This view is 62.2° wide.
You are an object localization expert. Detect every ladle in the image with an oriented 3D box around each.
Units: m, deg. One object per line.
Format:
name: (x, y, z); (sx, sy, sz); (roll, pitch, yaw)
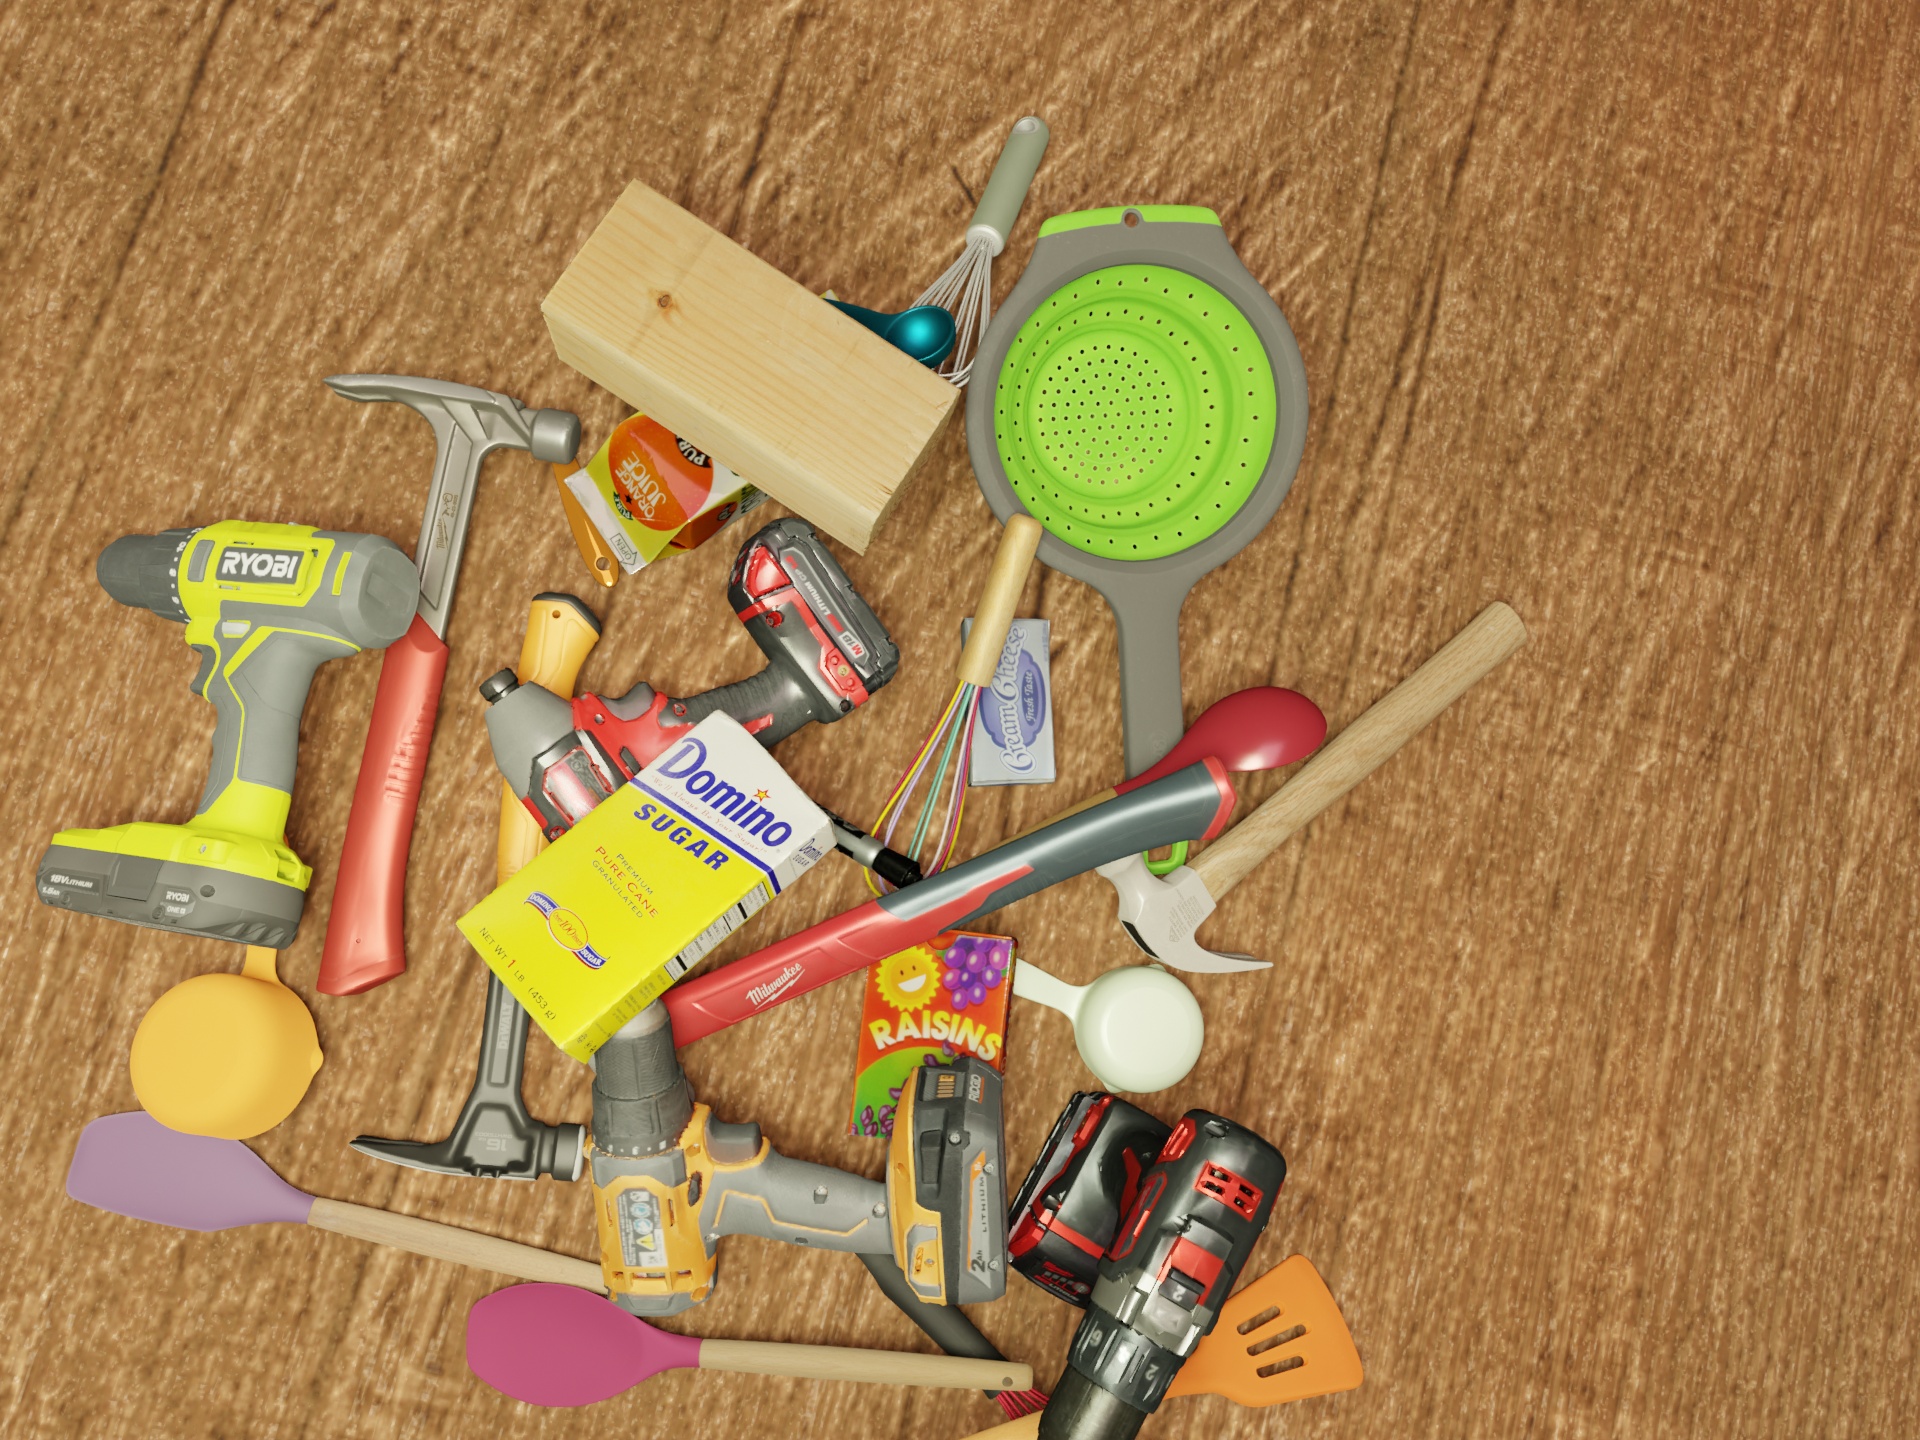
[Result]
ladle: (0.068, 0.057, 0.922); (0.315, 0.069, 0.031); (-27, 129, -3)

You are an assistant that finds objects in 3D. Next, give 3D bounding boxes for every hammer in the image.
hammer: (-0.035, 0.097, 0.876); (0.386, 0.038, 0.143); (-24, 117, 2)
hammer: (-0.261, 0.090, 0.919); (0.127, 0.034, 0.337); (7, 81, -8)
hammer: (0.231, 0.034, 0.985); (0.331, 0.031, 0.130); (-37, 109, -16)
hammer: (-0.328, -0.022, 0.921); (0.149, 0.036, 0.359); (10, 82, -1)

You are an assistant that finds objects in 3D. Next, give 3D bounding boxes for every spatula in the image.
spatula: (-0.337, 0.278, 0.891); (0.316, 0.018, 0.060); (16, 82, -5)
spatula: (0.083, 0.377, 0.881); (0.322, 0.041, 0.081); (-4, 56, -31)

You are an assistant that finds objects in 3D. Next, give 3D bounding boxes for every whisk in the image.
whisk: (0.013, -0.287, 0.975); (0.058, 0.059, 0.246); (8, 58, 21)
whisk: (0.039, 0.393, 0.909); (0.296, 0.073, 0.073); (45, 79, 5)
whisk: (-0.003, -0.003, 0.929); (0.047, 0.051, 0.245); (20, 102, 7)

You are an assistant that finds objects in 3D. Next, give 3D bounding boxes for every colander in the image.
colander: (0.104, -0.105, 0.980); (0.204, 0.094, 0.397); (-6, 101, -7)

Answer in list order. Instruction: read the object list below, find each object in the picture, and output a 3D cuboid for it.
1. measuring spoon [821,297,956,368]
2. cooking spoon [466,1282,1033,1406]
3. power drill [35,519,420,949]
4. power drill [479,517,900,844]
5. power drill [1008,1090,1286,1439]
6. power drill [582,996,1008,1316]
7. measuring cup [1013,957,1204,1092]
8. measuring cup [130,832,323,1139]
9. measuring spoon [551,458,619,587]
measuring spoon: (-0.056, -0.222, 0.906); (0.129, 0.021, 0.042); (20, 68, 30)
cooking spoon: (-0.119, 0.355, 0.887); (0.319, 0.017, 0.069); (3, 89, 3)
power drill: (-0.411, -0.002, 0.866); (0.190, 0.080, 0.229); (5, 75, 17)
power drill: (-0.157, -0.015, 0.908); (0.219, 0.078, 0.143); (-38, 98, -16)
power drill: (0.081, 0.290, 0.841); (0.080, 0.226, 0.188); (31, 79, -3)
power drill: (-0.090, 0.228, 0.855); (0.226, 0.084, 0.185); (-2, 108, 4)
measuring cup: (0.068, 0.167, 0.952); (0.167, 0.038, 0.083); (24, 80, -5)
measuring cup: (-0.401, 0.141, 0.875); (0.095, 0.052, 0.174); (-1, 75, 11)
measuring spoon: (-0.232, -0.135, 0.964); (0.021, 0.011, 0.117); (-21, 86, -10)
